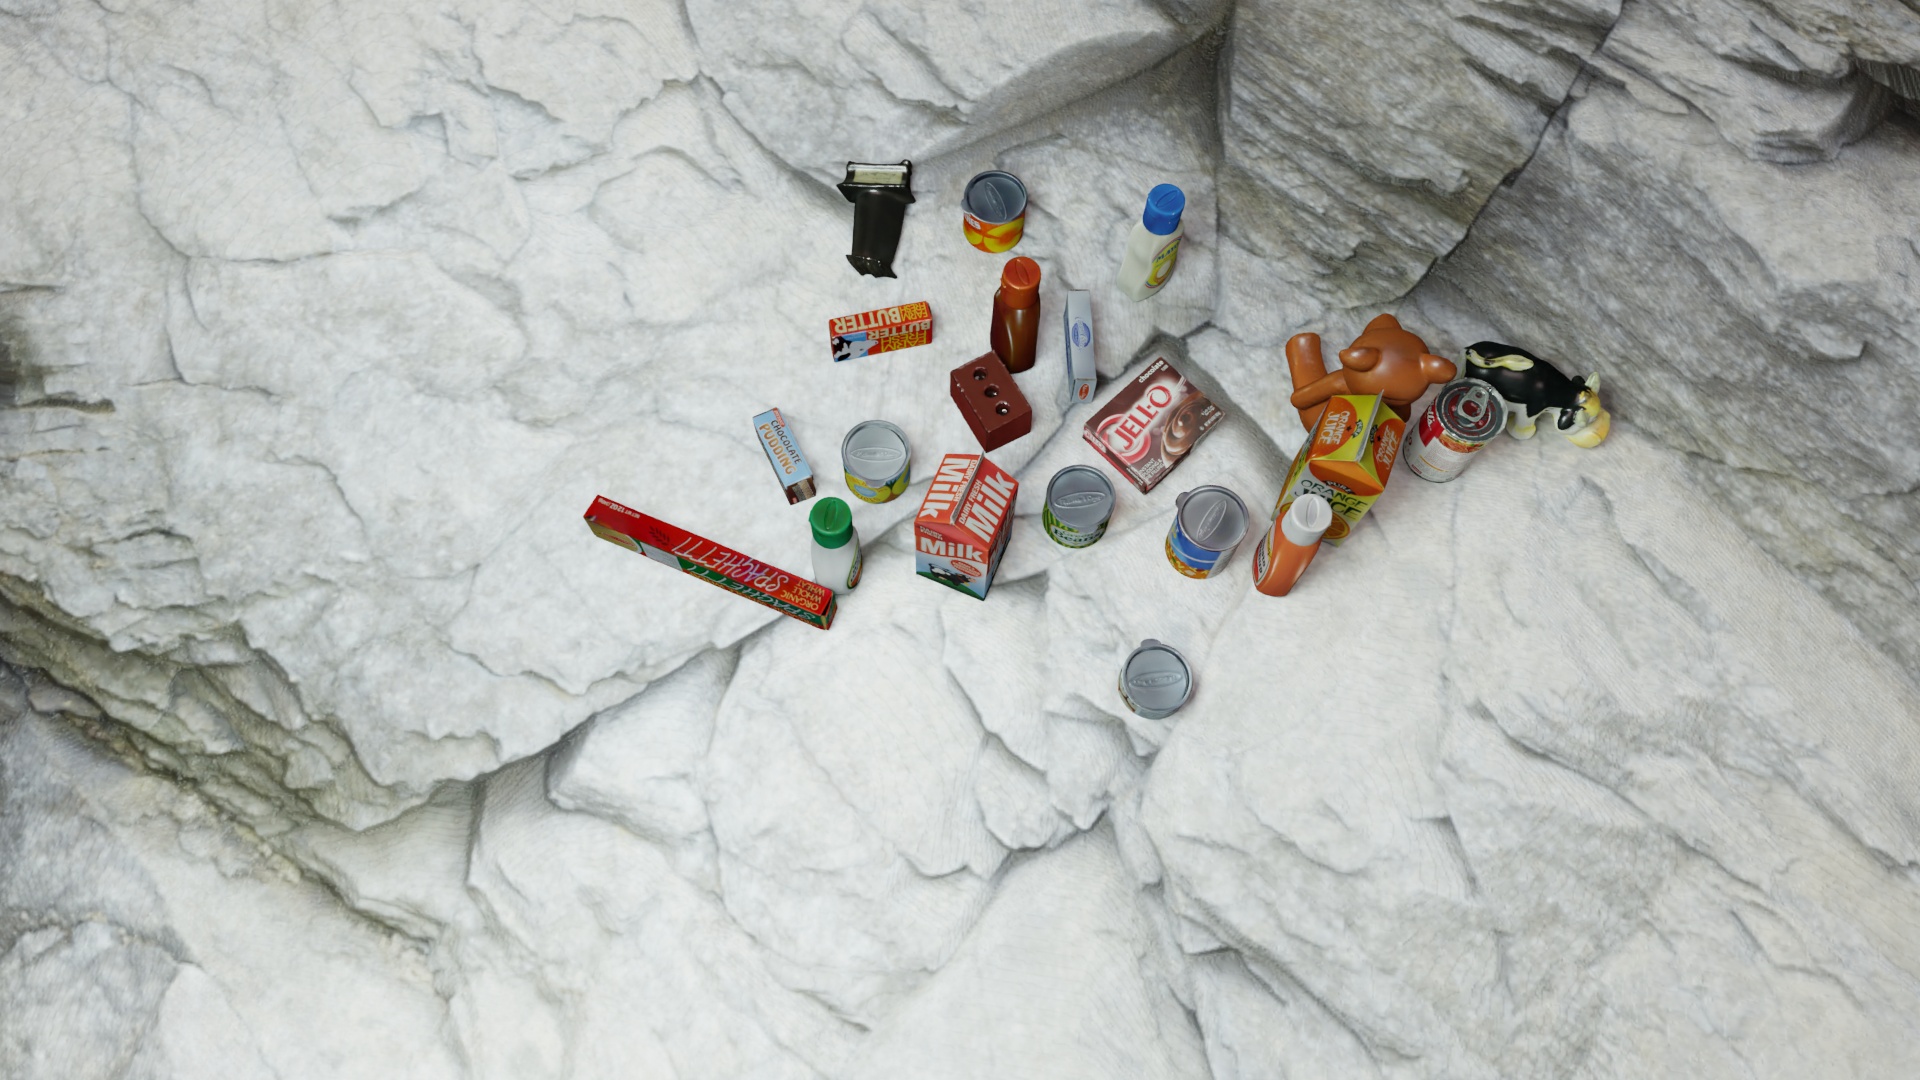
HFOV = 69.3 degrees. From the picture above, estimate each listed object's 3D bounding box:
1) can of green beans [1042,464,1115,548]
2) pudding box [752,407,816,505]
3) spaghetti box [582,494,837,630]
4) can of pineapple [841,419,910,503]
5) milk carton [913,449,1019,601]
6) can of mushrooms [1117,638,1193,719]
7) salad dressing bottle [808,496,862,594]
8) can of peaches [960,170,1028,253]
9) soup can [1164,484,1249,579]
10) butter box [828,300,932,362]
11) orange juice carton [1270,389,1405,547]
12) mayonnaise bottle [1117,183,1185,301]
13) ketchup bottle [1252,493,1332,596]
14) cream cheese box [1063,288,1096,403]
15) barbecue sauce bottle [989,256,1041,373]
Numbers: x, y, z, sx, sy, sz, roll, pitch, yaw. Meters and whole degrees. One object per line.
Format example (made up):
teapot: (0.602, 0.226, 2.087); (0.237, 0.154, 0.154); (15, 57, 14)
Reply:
can of green beans: (0.113, -0.032, 1.333); (0.071, 0.057, 0.071); (1, 69, -1)
pudding box: (-0.171, -0.082, 1.348); (0.030, 0.049, 0.084); (-24, 72, -10)
spaghetti box: (-0.233, 0.022, 1.307); (0.250, 0.050, 0.029); (22, 70, 7)
can of pineapple: (-0.082, -0.074, 1.344); (0.071, 0.057, 0.071); (1, 69, -1)
milk carton: (0.004, -0.016, 1.253); (0.073, 0.190, 0.072); (22, 70, 7)
can of mushrooms: (0.180, 0.129, 1.286); (0.071, 0.033, 0.071); (1, 69, -1)
salad dressing bottle: (-0.114, 0.004, 1.265); (0.044, 0.147, 0.064); (10, 69, 2)
can of peaches: (0.033, -0.342, 1.450); (0.071, 0.058, 0.071); (1, 69, -1)
soup can: (0.229, -0.008, 1.313); (0.071, 0.083, 0.071); (1, 69, -1)
butter box: (-0.080, -0.210, 1.399); (0.103, 0.053, 0.024); (-12, 70, -6)
orange juice carton: (0.352, -0.069, 1.282); (0.073, 0.192, 0.072); (22, 71, 7)
mayonnaise bottle: (0.195, -0.299, 1.390); (0.065, 0.147, 0.041); (-39, 75, -14)
ketchup bottle: (0.305, 0.001, 1.277); (0.043, 0.148, 0.065); (10, 70, 2)
cream cheese box: (0.120, -0.195, 1.398); (0.024, 0.053, 0.104); (-2, 69, -2)
barbecue sauce bottle: (0.055, -0.223, 1.356); (0.044, 0.148, 0.065); (-17, 71, -7)
